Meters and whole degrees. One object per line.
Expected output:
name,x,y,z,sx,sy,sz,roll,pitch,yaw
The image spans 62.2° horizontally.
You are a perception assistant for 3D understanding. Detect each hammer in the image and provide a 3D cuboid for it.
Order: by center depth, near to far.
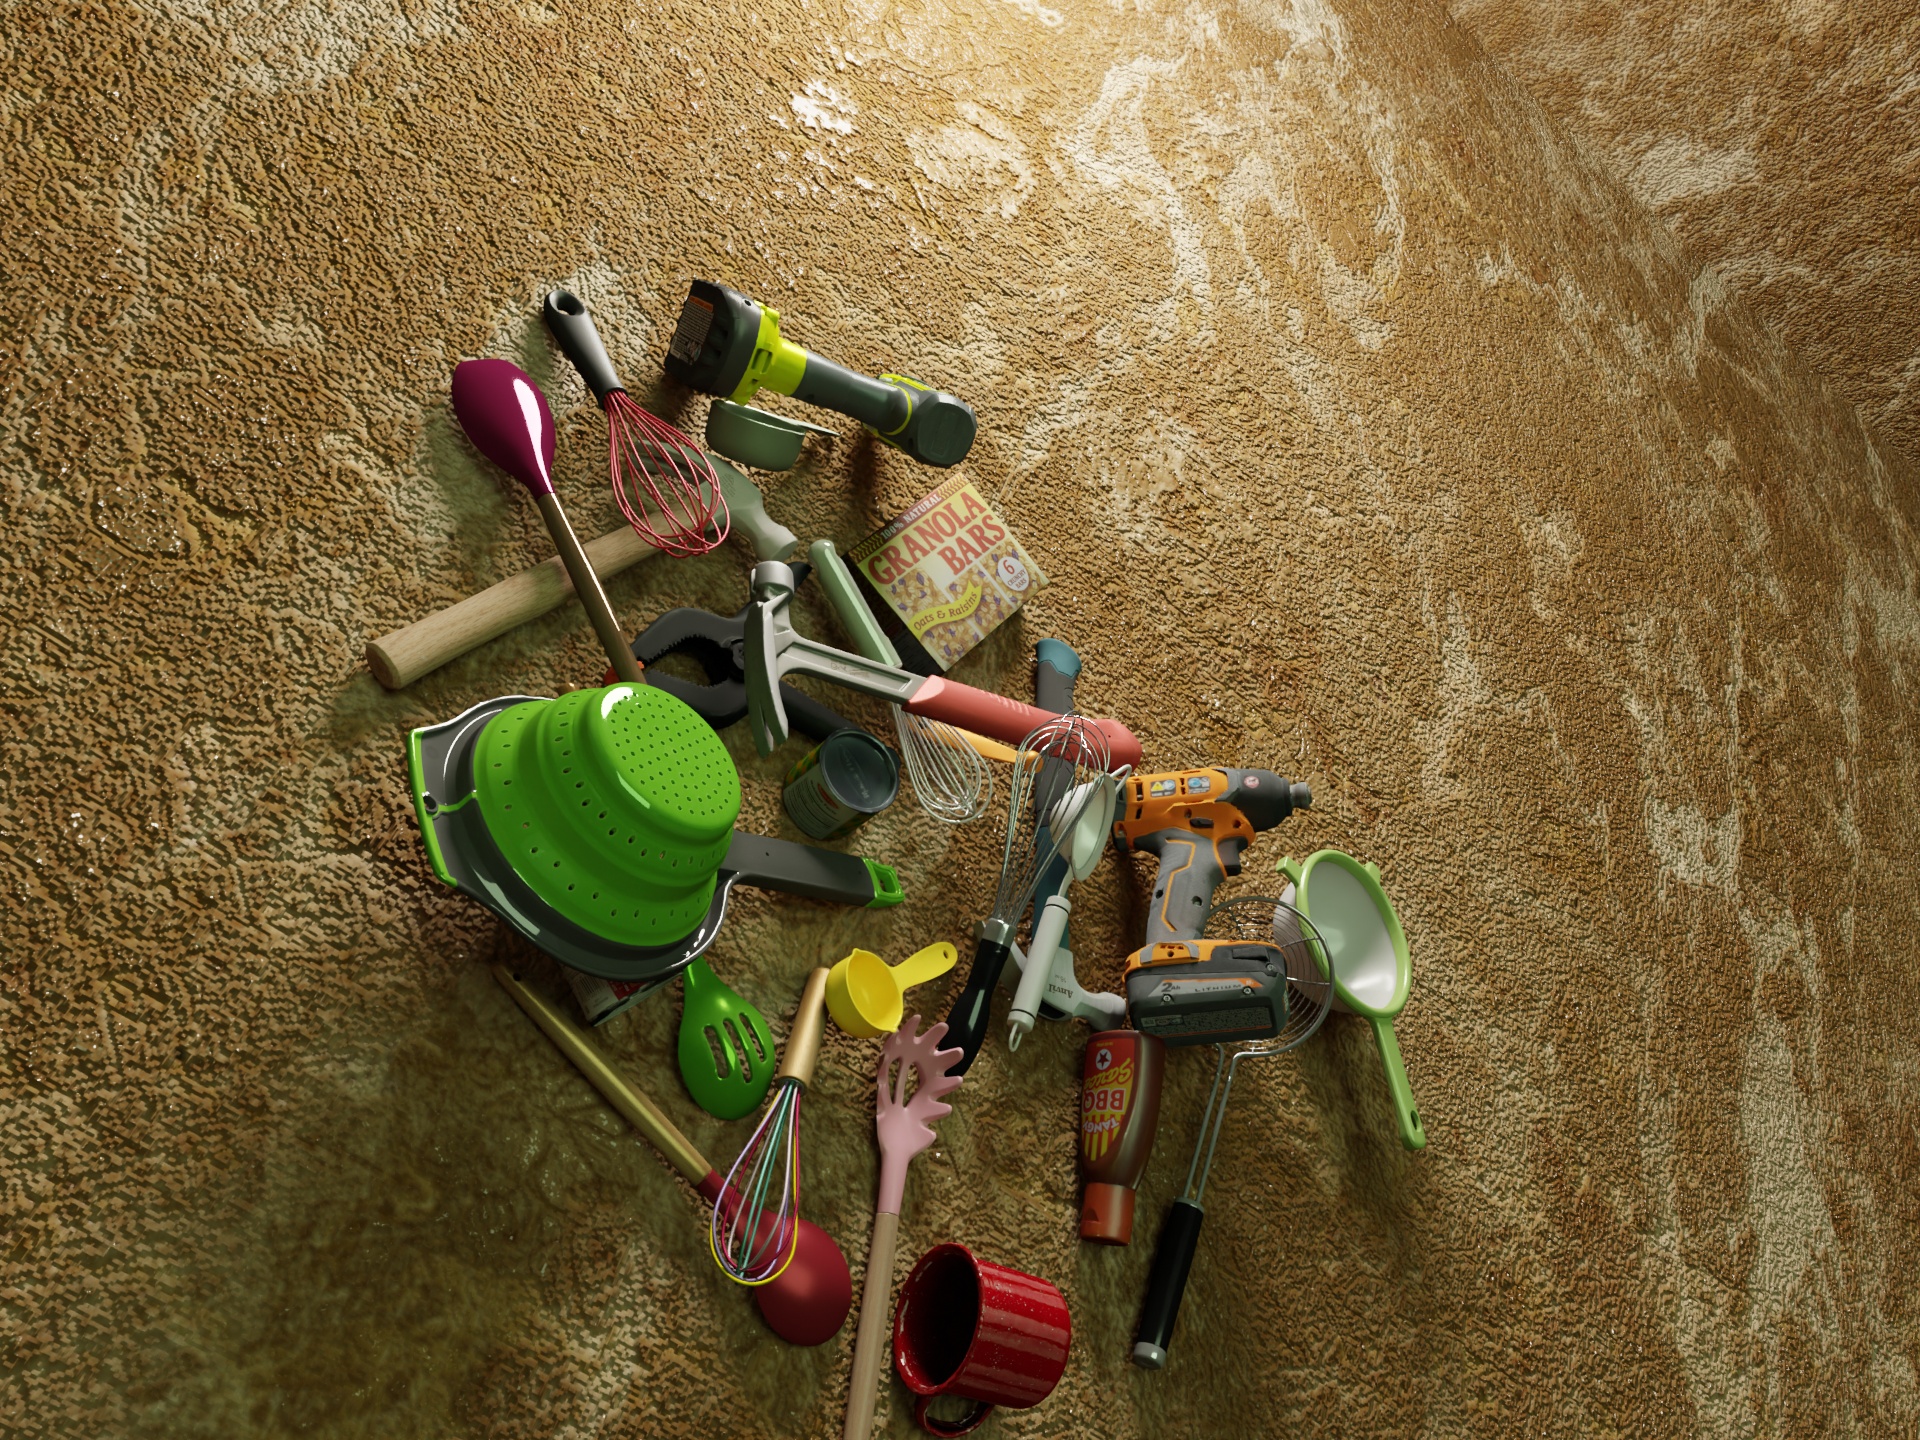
hammer,-0.268,-0.108,1.115,0.130,0.031,0.331,48,48,8
hammer,-0.002,-0.004,1.188,0.358,0.036,0.149,17,51,-35
hammer,0.075,0.079,1.277,0.128,0.033,0.331,22,53,-27

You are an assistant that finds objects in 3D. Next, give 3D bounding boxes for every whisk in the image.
whisk,-0.109,0.251,1.005,0.047,0.051,0.245,2,36,9
whisk,0.039,0.124,1.152,0.070,0.070,0.285,26,76,-23
whisk,-0.244,-0.220,1.153,0.073,0.073,0.296,-5,49,-39
whisk,-0.051,-0.031,1.222,0.059,0.058,0.246,-29,88,-9

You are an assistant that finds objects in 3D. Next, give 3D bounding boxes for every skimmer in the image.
skimmer,0.193,0.300,1.199,0.127,0.090,0.363,19,52,7

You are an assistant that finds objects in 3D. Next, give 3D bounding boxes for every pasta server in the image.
pasta server,-0.048,0.345,1.026,0.060,0.040,0.316,22,55,-21

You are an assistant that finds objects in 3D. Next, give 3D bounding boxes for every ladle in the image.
ladle,-0.177,0.264,0.984,0.315,0.031,0.069,47,45,-3

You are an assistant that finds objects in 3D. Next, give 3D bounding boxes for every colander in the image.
colander,-0.148,0.062,1.009,0.396,0.094,0.205,18,40,-48

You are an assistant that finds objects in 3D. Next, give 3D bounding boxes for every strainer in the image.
strainer,0.073,0.132,1.192,0.050,0.086,0.259,8,53,19
strainer,0.328,0.240,1.350,0.151,0.069,0.257,7,62,-44

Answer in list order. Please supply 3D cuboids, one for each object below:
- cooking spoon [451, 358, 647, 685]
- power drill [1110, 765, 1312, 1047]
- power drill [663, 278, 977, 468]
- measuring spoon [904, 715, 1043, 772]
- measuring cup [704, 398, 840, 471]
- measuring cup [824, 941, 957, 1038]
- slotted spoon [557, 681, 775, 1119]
cooking spoon,-0.275,-0.132,1.095,0.068,0.017,0.319,-14,65,-35
power drill,0.201,0.133,1.243,0.084,0.164,0.227,69,18,-50
power drill,-0.114,-0.272,1.271,0.223,0.080,0.171,17,12,-28
measuring spoon,0.011,0.016,1.255,0.117,0.011,0.021,18,52,-6
measuring cup,-0.143,-0.222,1.269,0.083,0.038,0.167,25,14,19
measuring cup,-0.046,0.183,1.117,0.062,0.029,0.156,63,25,7
slotted spoon,-0.201,0.113,1.052,0.070,0.031,0.314,-17,75,-40
